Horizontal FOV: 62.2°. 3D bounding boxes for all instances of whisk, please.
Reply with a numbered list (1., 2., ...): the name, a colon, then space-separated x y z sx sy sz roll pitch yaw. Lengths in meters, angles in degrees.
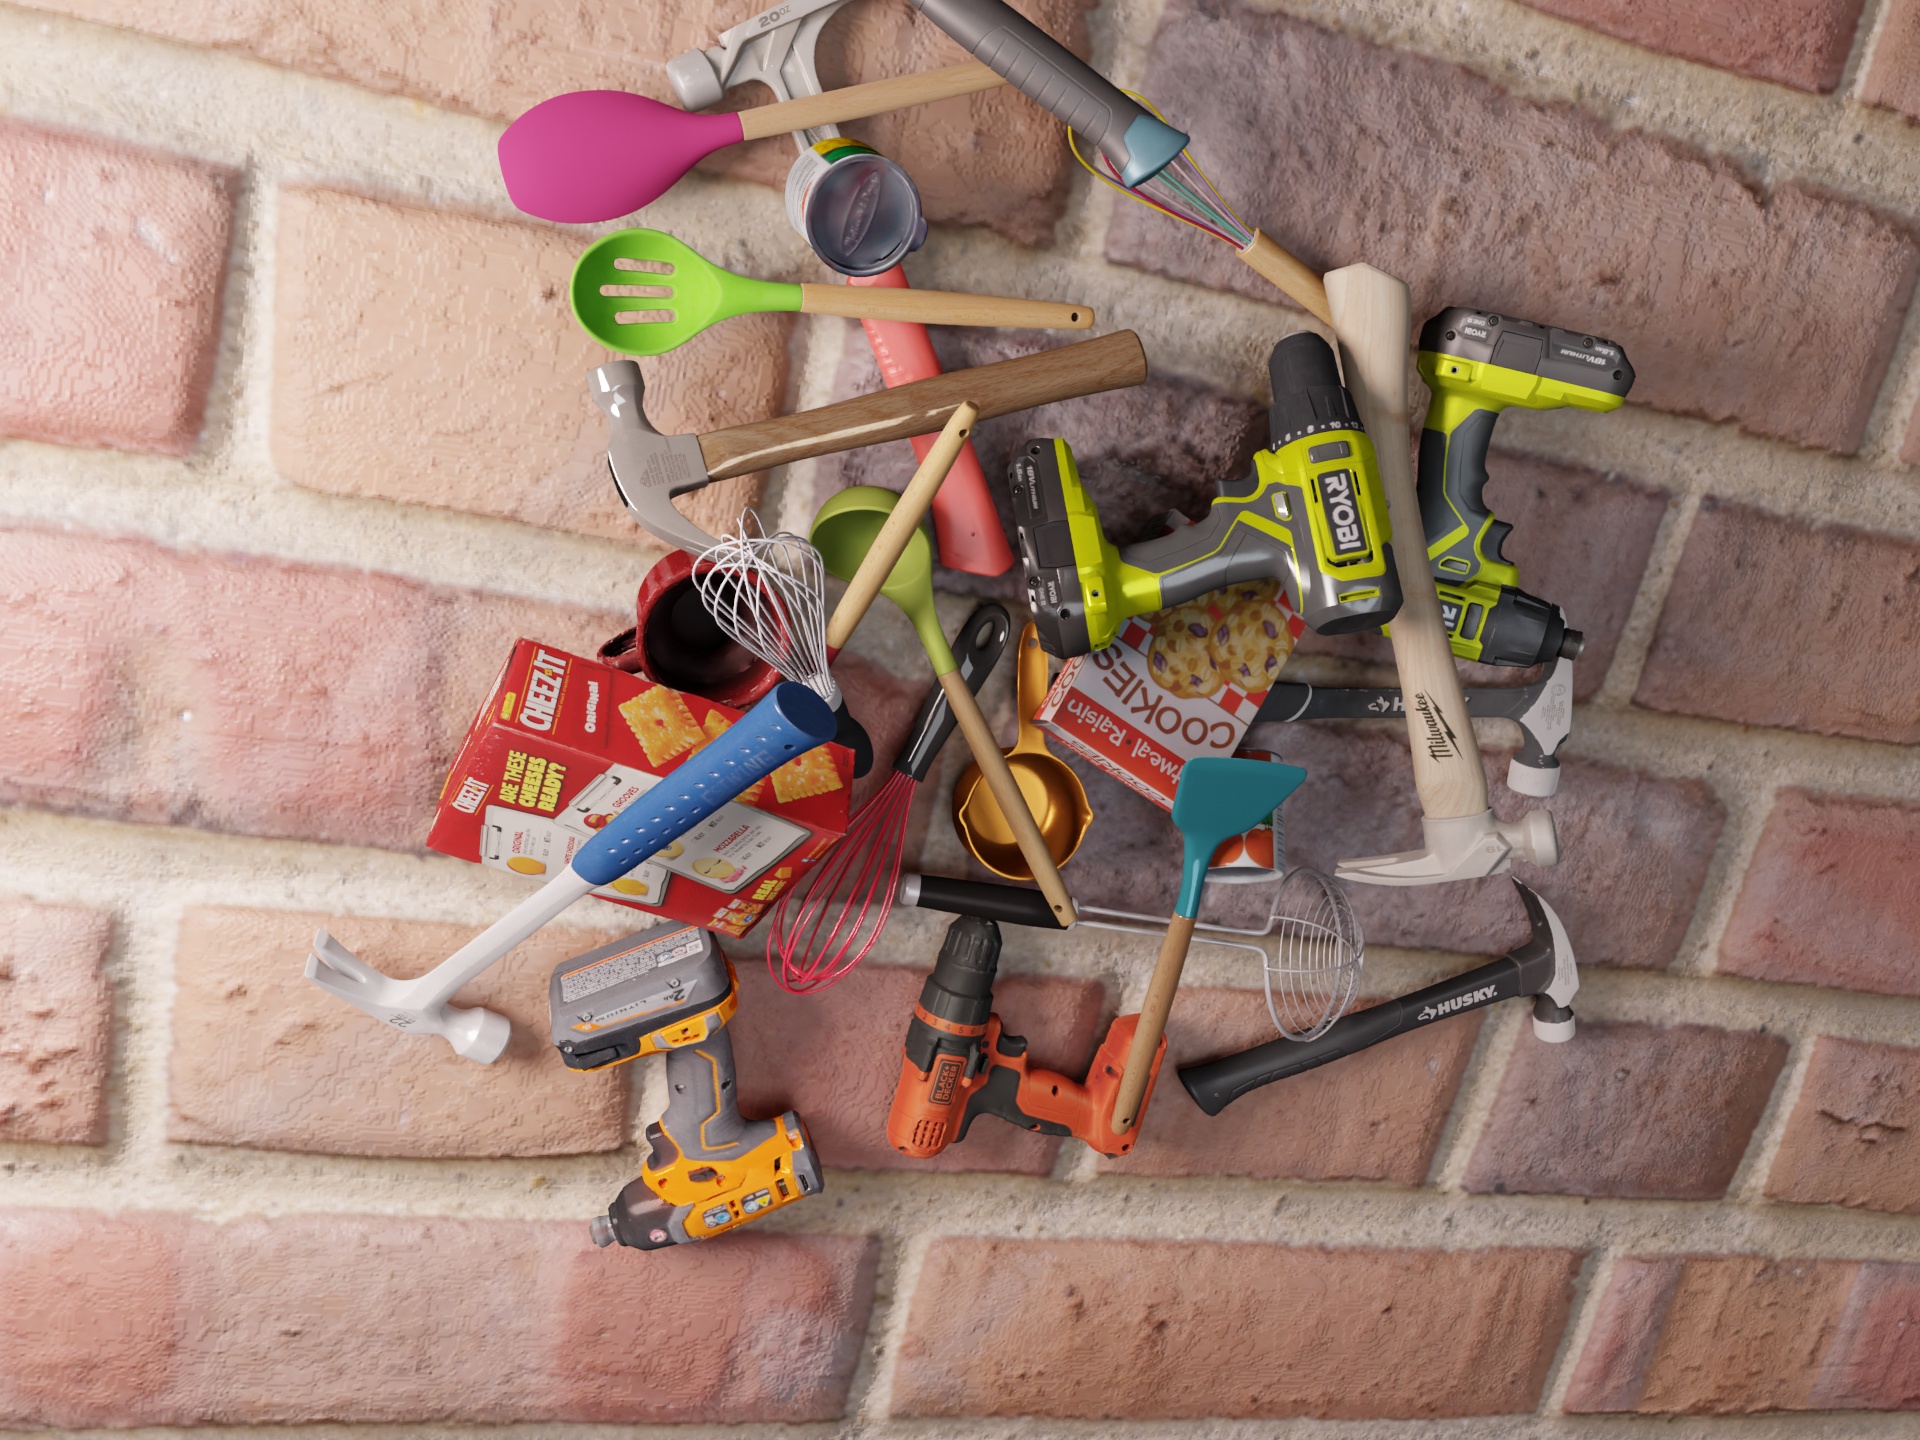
1. whisk: 0.168 -0.317 1.005 0.244 0.051 0.047 28 93 -25
2. whisk: -0.089 -0.031 0.930 0.070 0.070 0.284 -29 153 -5
3. whisk: -0.044 0.053 1.065 0.073 0.073 0.296 28 92 -22

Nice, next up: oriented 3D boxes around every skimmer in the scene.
1. skimmer: 0.129 0.150 1.142 0.363 0.090 0.127 10 79 -12

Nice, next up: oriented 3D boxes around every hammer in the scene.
1. hammer: -0.226 0.090 0.921 0.144 0.035 0.405 33 128 -32
2. hammer: -0.042 -0.178 0.943 0.331 0.031 0.130 -16 88 -14
3. hammer: 0.285 -0.090 1.048 0.146 0.038 0.410 -10 100 20
4. hammer: -0.036 -0.255 0.971 0.149 0.037 0.358 -26 113 -6
5. hammer: -0.015 -0.406 0.884 0.331 0.033 0.128 34 85 -10
6. hammer: 0.260 -0.017 1.137 0.408 0.036 0.149 0 107 -16
7. hammer: 0.327 0.232 1.242 0.334 0.035 0.146 -17 113 -10

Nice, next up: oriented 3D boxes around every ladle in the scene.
1. ladle: -0.002 -0.003 1.018 0.078 0.062 0.320 -20 101 32
2. ladle: -0.068 -0.067 0.972 0.069 0.031 0.315 7 132 -35

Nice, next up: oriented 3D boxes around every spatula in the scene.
1. spatula: 0.147 0.158 1.074 0.082 0.044 0.317 6 114 -14

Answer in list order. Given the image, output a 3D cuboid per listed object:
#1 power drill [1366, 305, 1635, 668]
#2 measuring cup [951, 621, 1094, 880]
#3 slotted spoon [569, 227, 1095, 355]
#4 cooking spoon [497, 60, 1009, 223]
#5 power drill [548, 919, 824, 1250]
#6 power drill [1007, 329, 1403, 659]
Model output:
1. power drill: 0.358 -0.152 1.069 0.171 0.080 0.223 17 104 11
2. measuring cup: 0.039 0.019 1.083 0.095 0.052 0.173 1 93 -16
3. slotted spoon: -0.069 -0.244 0.932 0.313 0.031 0.070 -1 108 -17
4. cooking spoon: -0.099 -0.340 0.895 0.319 0.017 0.068 -16 114 -10
5. power drill: -0.200 0.260 1.078 0.164 0.084 0.226 -21 116 -8
6. power drill: 0.149 -0.137 0.997 0.228 0.080 0.191 -10 78 4
